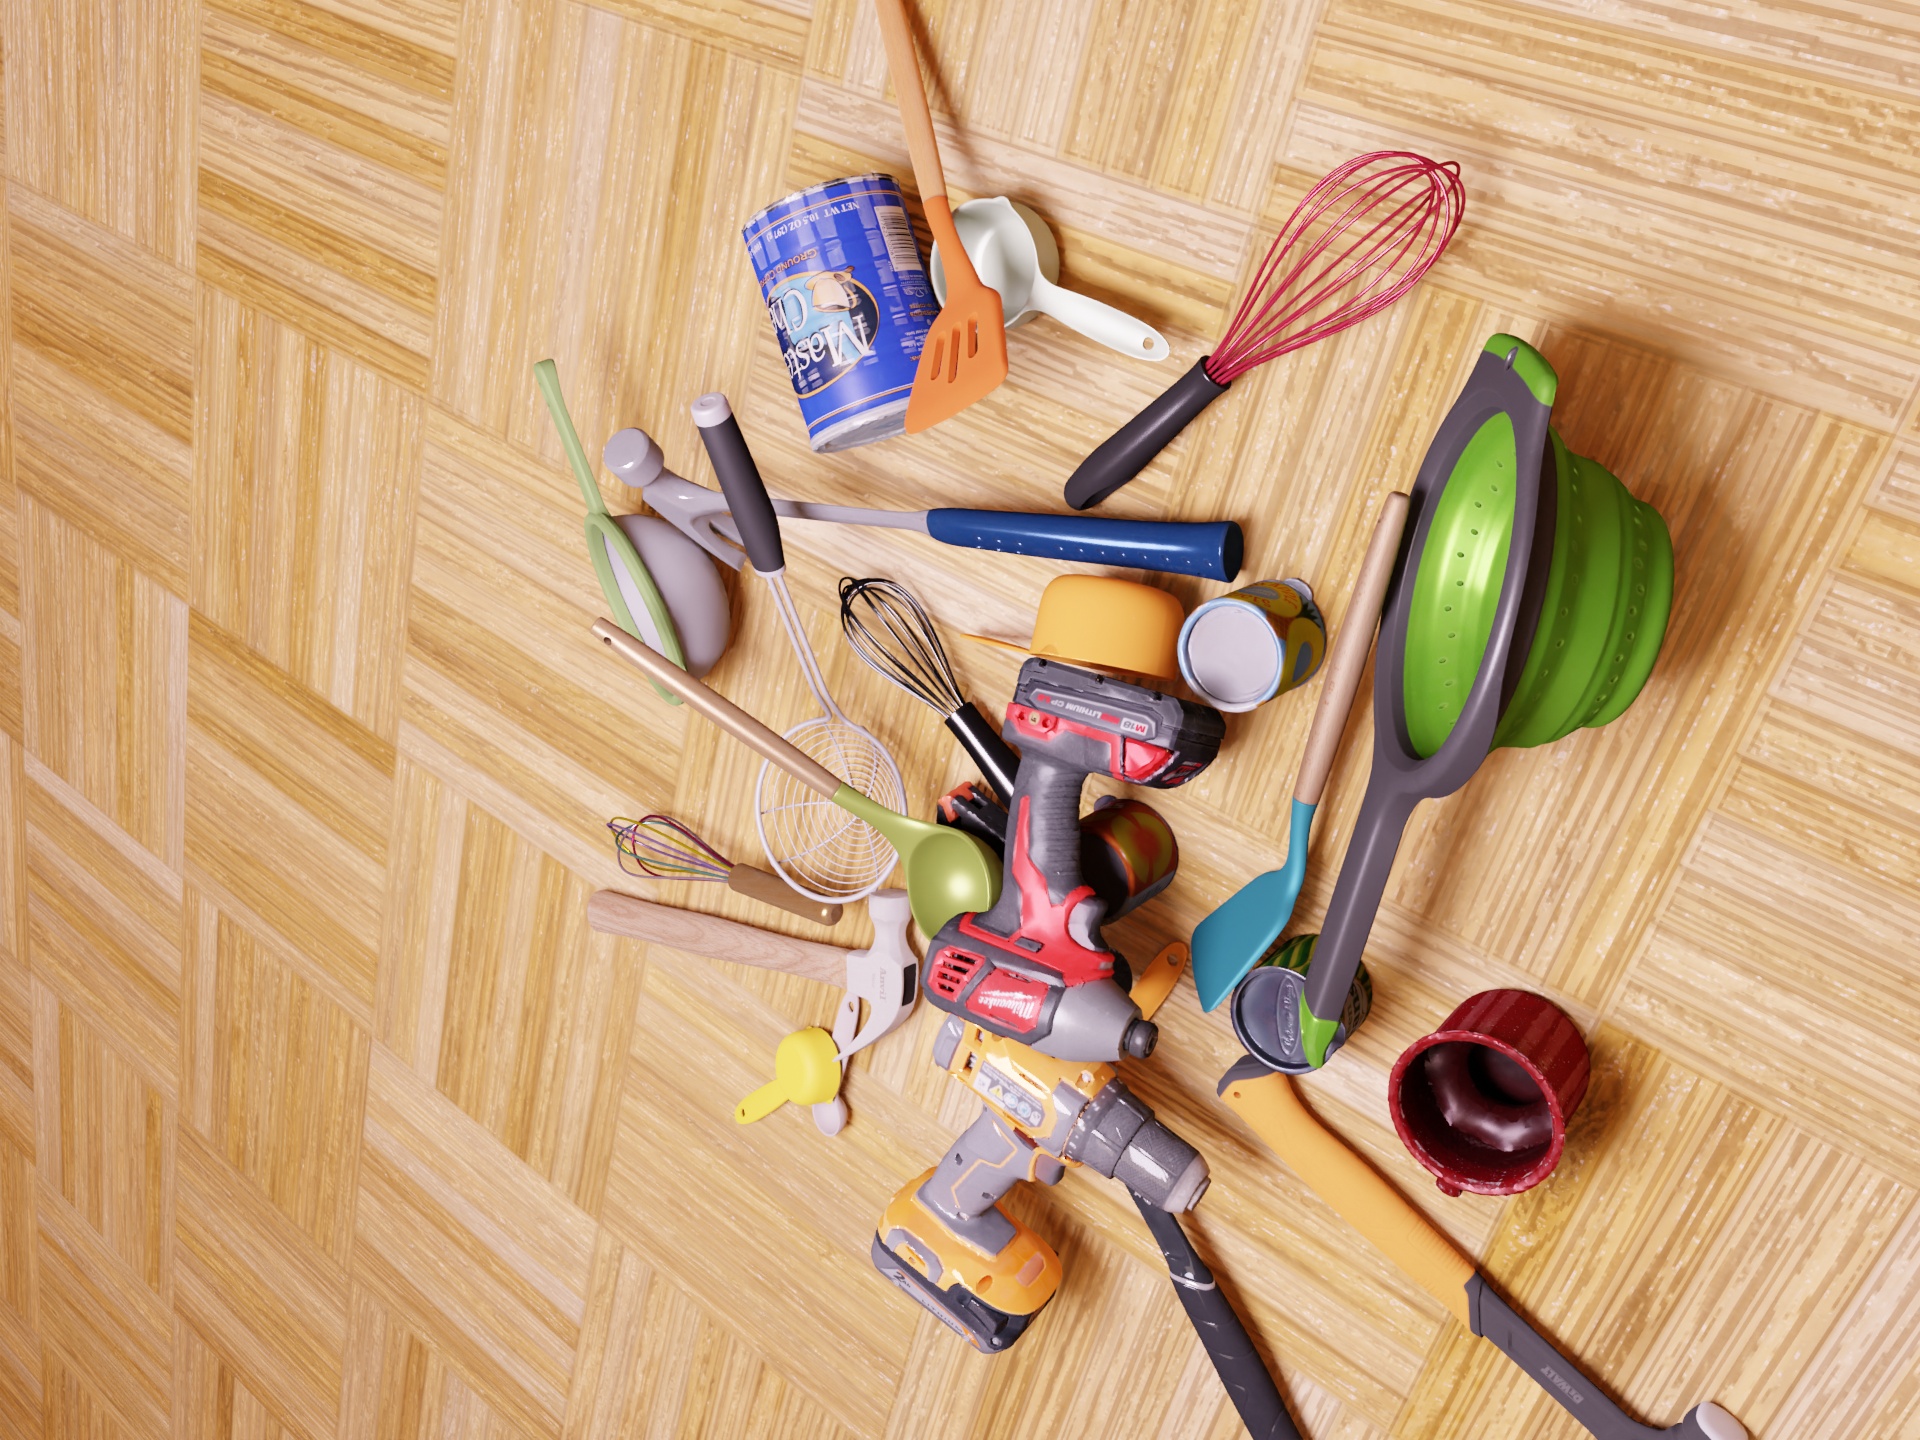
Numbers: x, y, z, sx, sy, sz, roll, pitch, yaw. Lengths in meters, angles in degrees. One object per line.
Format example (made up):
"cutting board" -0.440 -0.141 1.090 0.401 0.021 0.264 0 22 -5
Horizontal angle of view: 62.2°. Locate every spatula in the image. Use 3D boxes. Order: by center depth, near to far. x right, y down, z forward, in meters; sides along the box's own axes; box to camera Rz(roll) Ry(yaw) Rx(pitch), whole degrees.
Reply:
"spatula" 0.190 0.021 0.890 0.044 0.082 0.317 10 117 -3
"spatula" -0.025 -0.326 0.923 0.081 0.041 0.323 -21 78 41

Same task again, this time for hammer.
"hammer" 0.282 0.331 0.941 0.337 0.034 0.127 43 123 18
"hammer" -0.023 -0.122 0.993 0.406 0.144 0.035 9 73 26
"hammer" 0.136 0.345 1.033 0.149 0.036 0.409 -28 91 41
"hammer" -0.168 0.174 1.219 0.331 0.031 0.130 6 100 37

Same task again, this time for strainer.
"strainer" -0.225 -0.138 1.127 0.151 0.069 0.256 18 130 65

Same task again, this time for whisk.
"whisk" 0.151 -0.201 0.862 0.295 0.073 0.073 -39 80 43
"whisk" -0.003 -0.003 1.043 0.239 0.055 0.055 51 127 7
"whisk" -0.179 0.113 1.191 0.245 0.051 0.047 14 109 37

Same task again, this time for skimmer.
"skimmer" -0.118 -0.033 1.017 0.127 0.090 0.362 12 139 29

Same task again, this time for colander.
"colander" 0.261 0.015 0.798 0.094 0.205 0.396 10 115 -1

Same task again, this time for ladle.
"ladle" -0.105 0.036 1.007 0.320 0.062 0.078 35 124 -3

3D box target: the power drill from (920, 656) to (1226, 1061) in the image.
"power drill" 0.070 0.085 0.917 0.143 0.078 0.219 18 94 28

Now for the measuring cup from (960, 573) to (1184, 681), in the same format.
"measuring cup" 0.061 -0.062 0.963 0.174 0.095 0.052 14 93 50

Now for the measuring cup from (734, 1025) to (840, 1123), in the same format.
"measuring cup" -0.146 0.286 1.235 0.156 0.029 0.062 -40 60 41

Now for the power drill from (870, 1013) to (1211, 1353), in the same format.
"power drill" 0.047 0.299 1.010 0.185 0.084 0.226 32 122 21

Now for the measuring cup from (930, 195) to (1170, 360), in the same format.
"measuring cup" 0.058 -0.248 0.928 0.168 0.038 0.083 32 120 23

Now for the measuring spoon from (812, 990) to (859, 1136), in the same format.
"measuring spoon" -0.088 0.258 1.204 0.034 0.018 0.124 29 113 42

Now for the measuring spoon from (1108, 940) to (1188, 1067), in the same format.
"measuring spoon" 0.118 0.186 1.034 0.021 0.011 0.117 40 120 21
